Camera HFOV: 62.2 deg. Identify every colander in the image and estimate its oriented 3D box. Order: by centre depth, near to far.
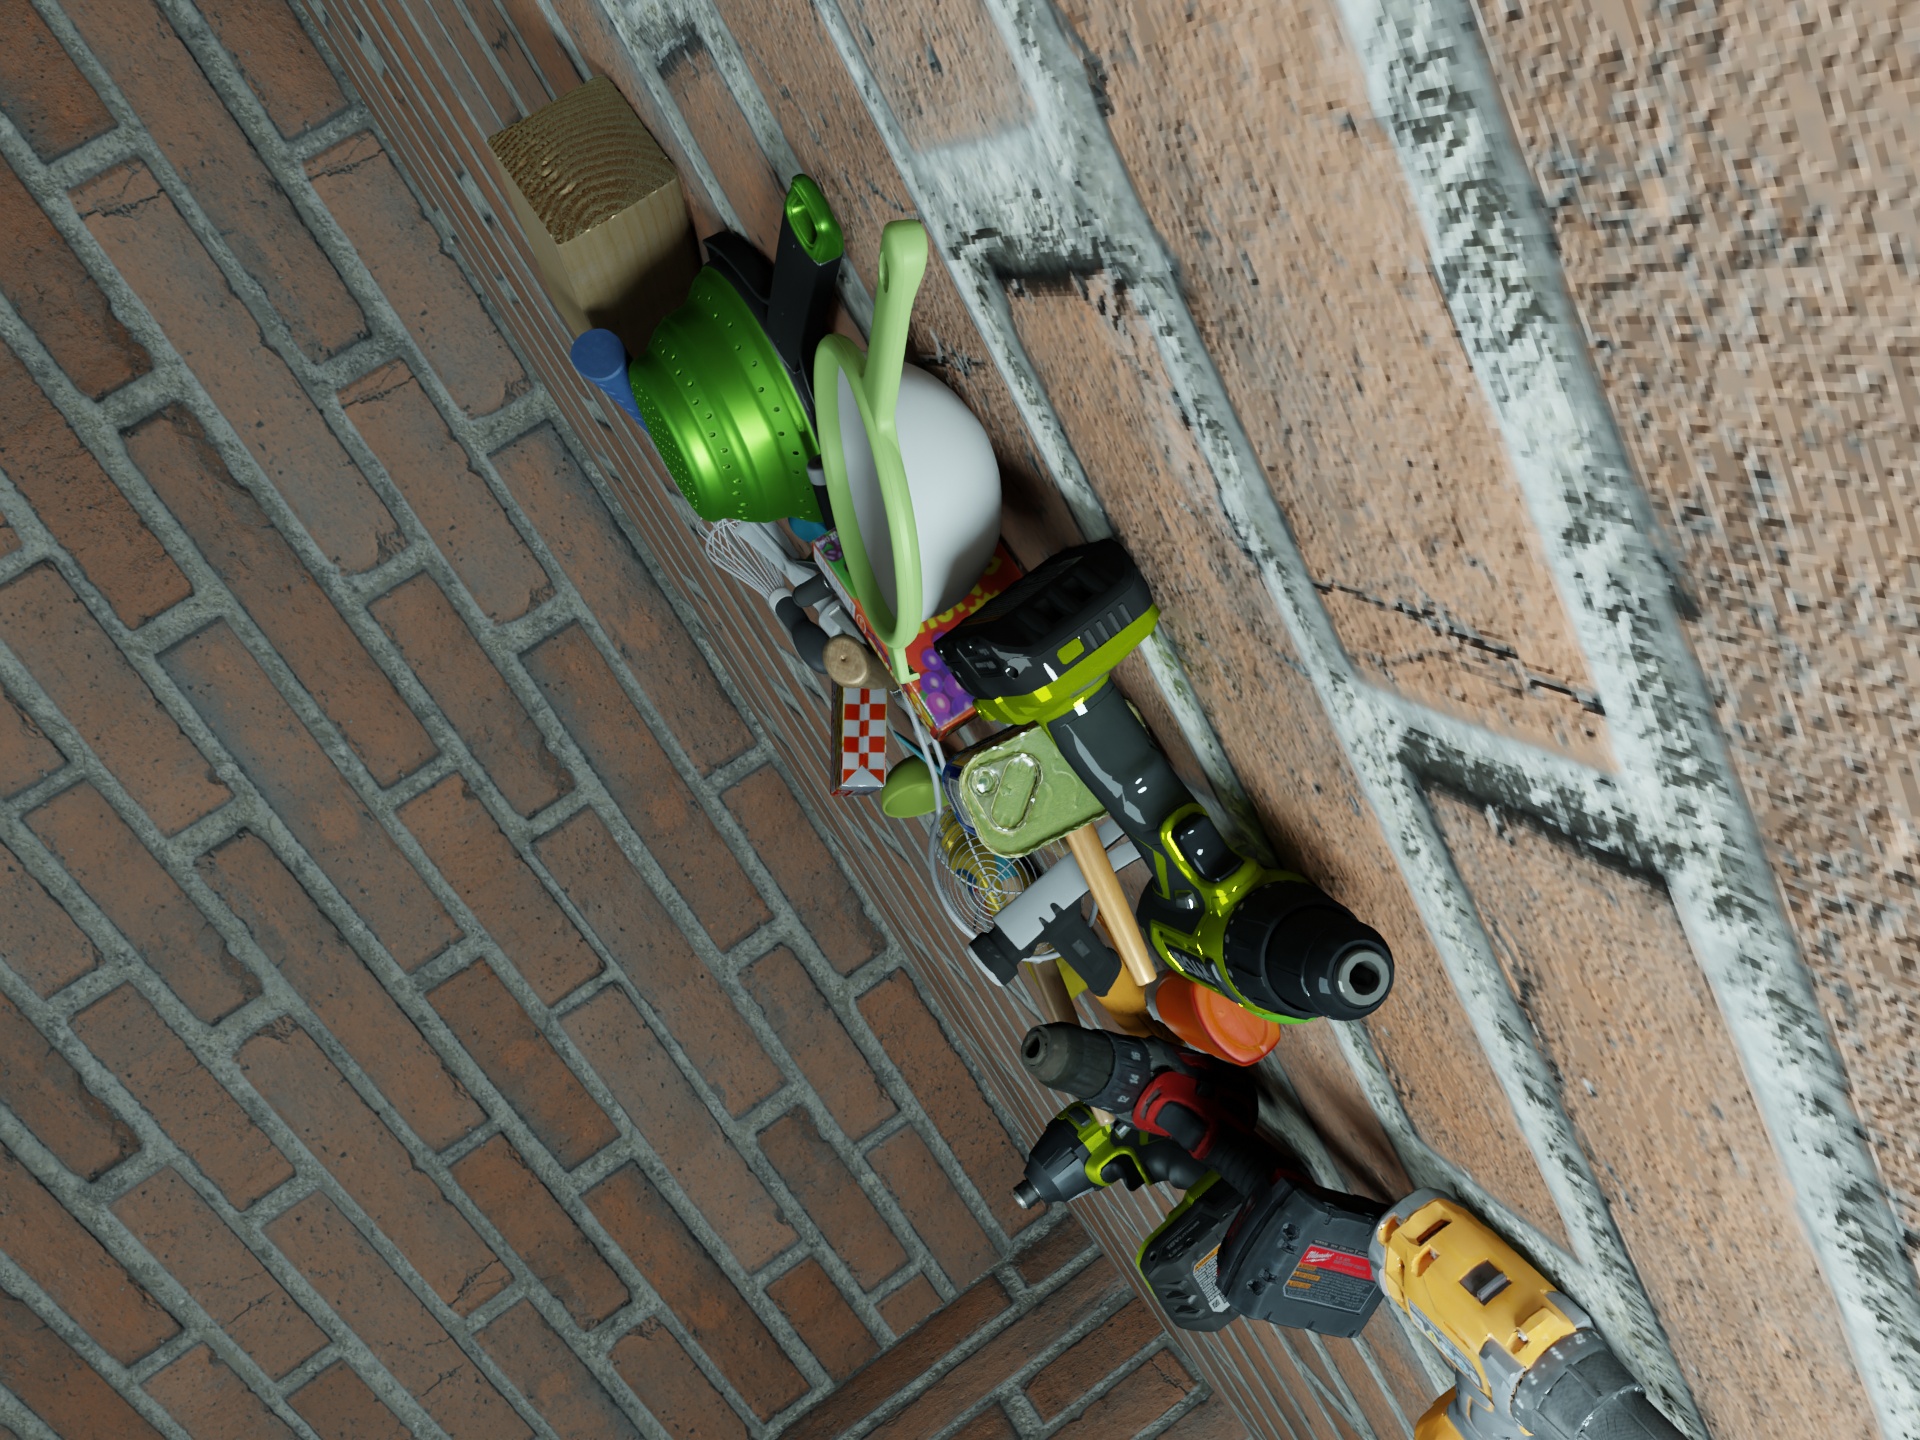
[{"bbox_3d":[-0.130,-0.201,0.918,0.204,0.094,0.397,61,168,1],"label":"colander"}]

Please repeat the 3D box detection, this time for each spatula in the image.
[{"bbox_3d":[0.032,0.005,0.908,0.081,0.041,0.322,-9,-105,-83],"label":"spatula"},{"bbox_3d":[0.036,0.143,1.148,0.318,0.044,0.082,68,-170,18],"label":"spatula"}]

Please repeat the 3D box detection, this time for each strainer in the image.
[{"bbox_3d":[-0.013,-0.136,0.713,0.256,0.069,0.152,107,147,-65],"label":"strainer"},{"bbox_3d":[-0.089,-0.105,1.144,0.258,0.086,0.050,171,109,-71],"label":"strainer"}]

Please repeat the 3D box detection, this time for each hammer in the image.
[{"bbox_3d":[0.108,0.170,1.071,0.034,0.127,0.336,48,177,32],"label":"hammer"},{"bbox_3d":[-0.062,-0.039,1.141,0.130,0.031,0.331,56,-177,2],"label":"hammer"},{"bbox_3d":[-0.184,-0.179,1.200,0.144,0.035,0.405,48,179,23],"label":"hammer"}]

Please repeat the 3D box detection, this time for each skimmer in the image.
[{"bbox_3d":[-0.002,-0.003,0.981,0.090,0.127,0.362,8,133,35],"label":"skimmer"}]

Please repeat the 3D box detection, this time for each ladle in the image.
[{"bbox_3d":[0.020,0.079,1.258,0.320,0.078,0.062,-158,61,-63],"label":"ladle"}]

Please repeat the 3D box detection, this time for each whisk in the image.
[{"bbox_3d":[-0.171,-0.124,1.434,0.285,0.070,0.070,52,170,45],"label":"whisk"}]

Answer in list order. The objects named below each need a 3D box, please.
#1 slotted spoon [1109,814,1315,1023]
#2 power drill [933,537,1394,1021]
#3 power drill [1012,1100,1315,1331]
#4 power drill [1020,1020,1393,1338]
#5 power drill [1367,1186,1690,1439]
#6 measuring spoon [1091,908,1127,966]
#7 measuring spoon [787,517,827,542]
[{"bbox_3d":[0.092,0.050,0.907,0.314,0.031,0.070,53,167,25],"label":"slotted spoon"},{"bbox_3d":[0.094,0.035,0.713,0.228,0.080,0.190,55,170,-8],"label":"power drill"},{"bbox_3d":[0.146,0.342,1.176,0.080,0.171,0.223,60,166,-23],"label":"power drill"},{"bbox_3d":[0.151,0.267,0.986,0.187,0.080,0.227,24,-170,-32],"label":"power drill"},{"bbox_3d":[0.296,0.361,0.798,0.186,0.084,0.226,41,158,51],"label":"power drill"},{"bbox_3d":[0.130,0.181,1.195,0.116,0.011,0.021,57,170,-26],"label":"measuring spoon"},{"bbox_3d":[-0.106,-0.136,1.249,0.129,0.021,0.042,49,168,44],"label":"measuring spoon"}]
